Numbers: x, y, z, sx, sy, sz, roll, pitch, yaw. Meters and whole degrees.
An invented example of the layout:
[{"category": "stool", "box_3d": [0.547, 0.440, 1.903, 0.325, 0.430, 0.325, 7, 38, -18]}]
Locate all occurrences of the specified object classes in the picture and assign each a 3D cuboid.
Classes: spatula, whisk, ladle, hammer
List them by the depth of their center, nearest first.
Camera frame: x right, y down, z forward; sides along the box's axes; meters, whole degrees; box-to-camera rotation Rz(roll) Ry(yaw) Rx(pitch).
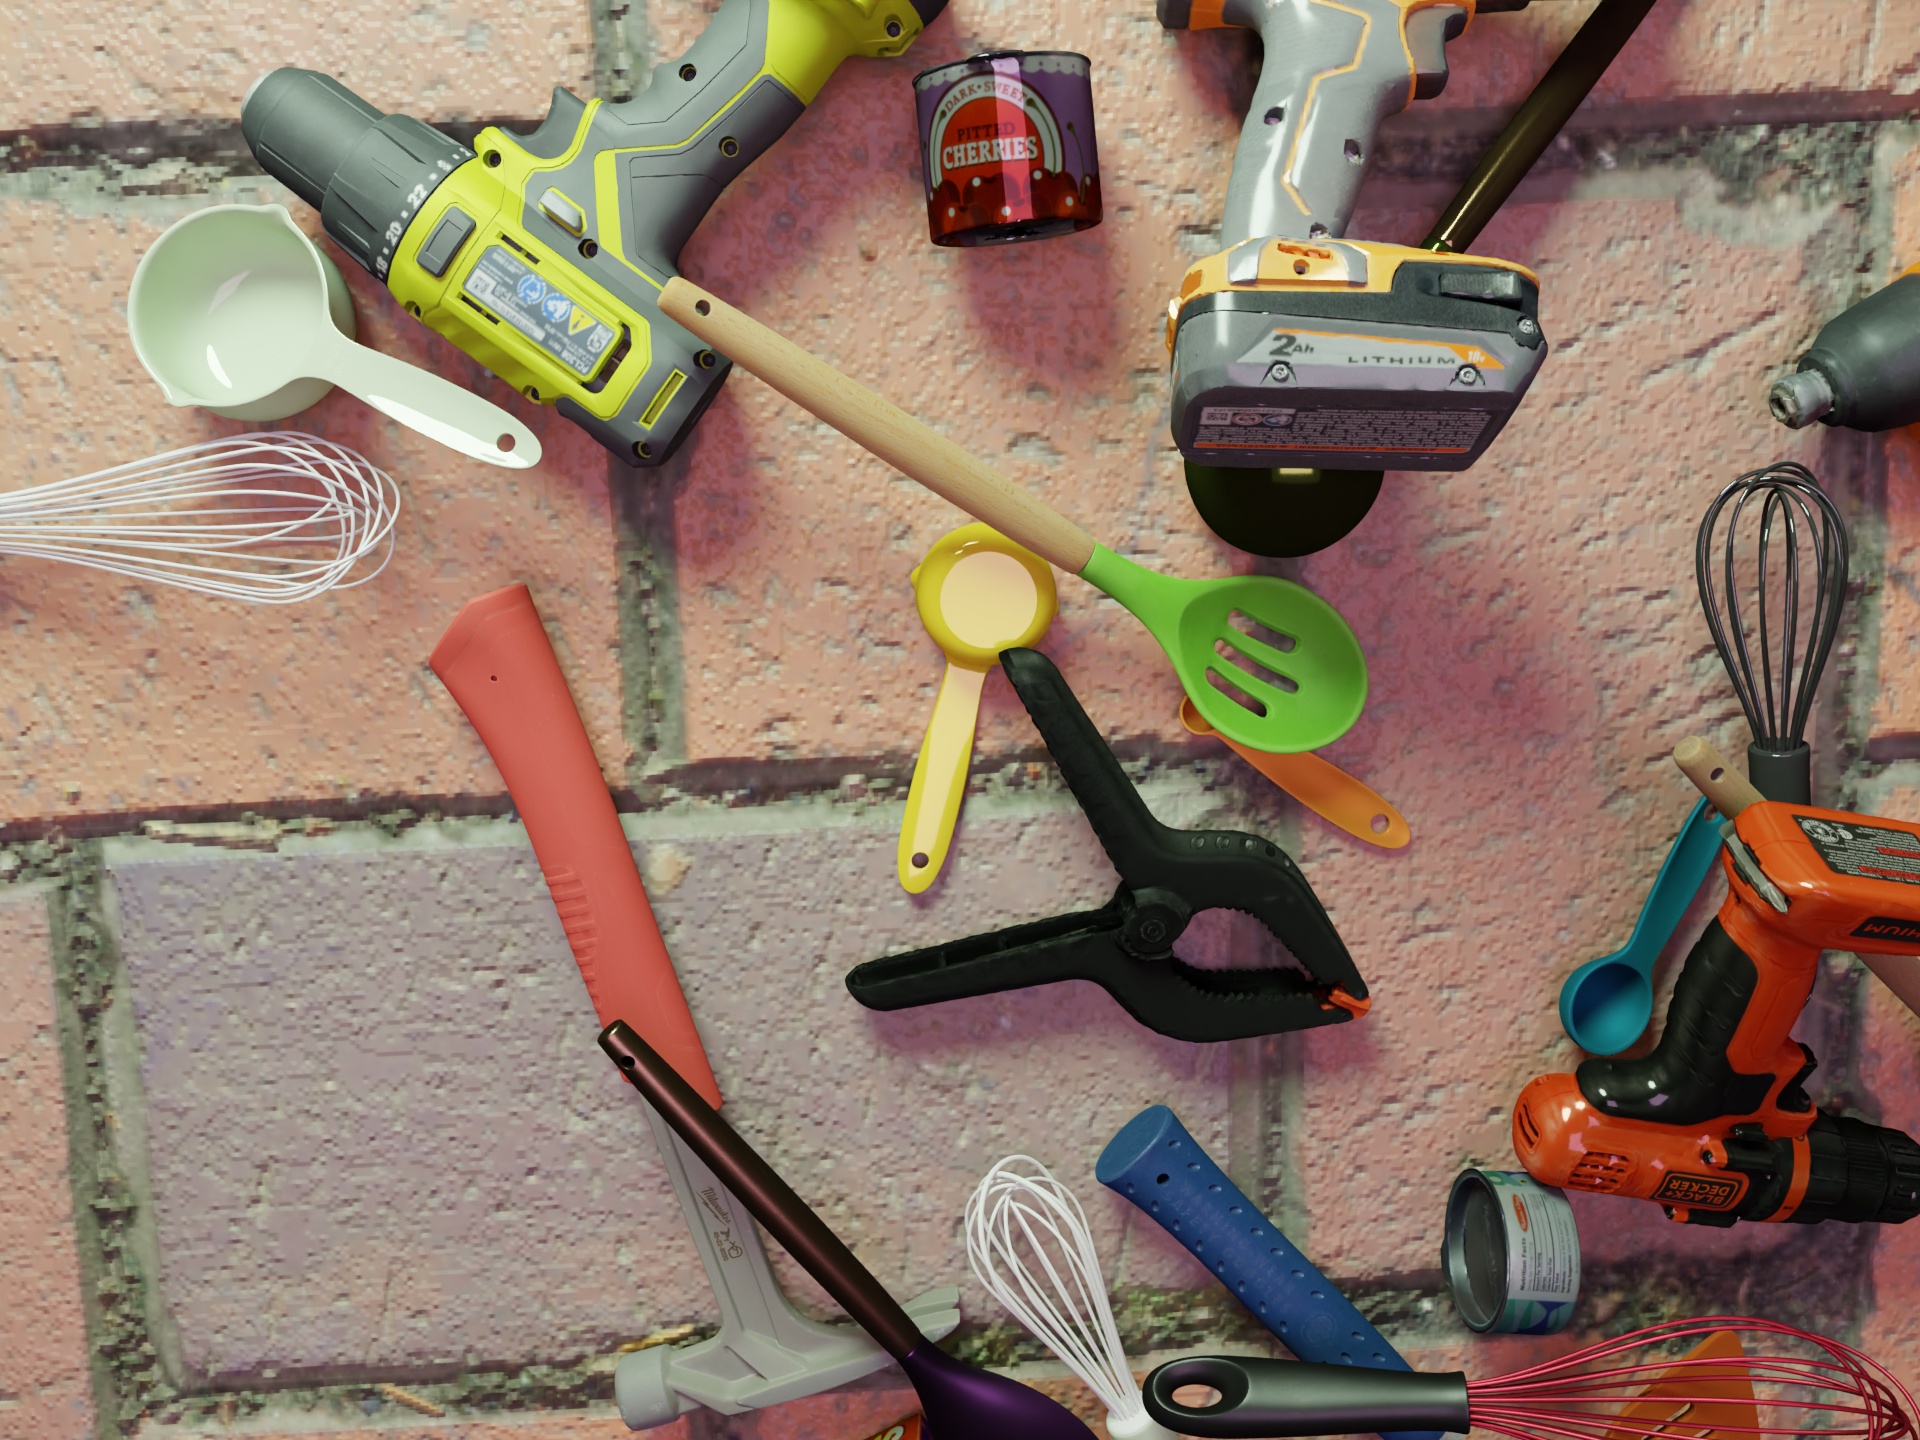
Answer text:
[{"category": "whisk", "box_3d": [-0.354, -0.074, 0.602, 0.284, 0.070, 0.070, -1, 99, 2]}, {"category": "ladle", "box_3d": [0.199, -0.199, 0.617, 0.078, 0.062, 0.320, 37, 89, 1]}, {"category": "whisk", "box_3d": [0.220, 0.271, 0.629, 0.296, 0.073, 0.073, -3, 100, 11]}, {"category": "whisk", "box_3d": [0.331, 0.013, 0.645, 0.055, 0.055, 0.239, -11, 107, -1]}, {"category": "spatula", "box_3d": [-0.036, 0.236, 0.647, 0.060, 0.018, 0.315, -38, 103, 9]}, {"category": "hammer", "box_3d": [-0.121, 0.115, 0.651, 0.149, 0.037, 0.359, -18, 100, 0]}, {"category": "spatula", "box_3d": [0.183, 0.333, 0.672, 0.322, 0.041, 0.081, -13, 99, 4]}, {"category": "whisk", "box_3d": [0.070, 0.292, 0.686, 0.058, 0.059, 0.246, -18, 107, 38]}, {"category": "hammer", "box_3d": [0.216, 0.316, 0.698, 0.144, 0.035, 0.405, -43, 98, 5]}]

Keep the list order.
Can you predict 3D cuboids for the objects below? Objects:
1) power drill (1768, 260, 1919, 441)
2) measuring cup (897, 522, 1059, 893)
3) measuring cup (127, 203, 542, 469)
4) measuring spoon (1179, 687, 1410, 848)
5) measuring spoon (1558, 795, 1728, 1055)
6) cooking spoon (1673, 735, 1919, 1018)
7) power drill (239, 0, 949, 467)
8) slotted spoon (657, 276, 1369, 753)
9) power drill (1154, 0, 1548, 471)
[{"category": "power drill", "box_3d": [0.424, -0.078, 0.623, 0.164, 0.084, 0.226, -22, 95, 2]}, {"category": "measuring cup", "box_3d": [-0.001, -0.002, 0.639, 0.062, 0.029, 0.156, 13, 97, -5]}, {"category": "measuring cup", "box_3d": [-0.224, -0.129, 0.590, 0.167, 0.038, 0.083, 26, 87, 5]}, {"category": "measuring spoon", "box_3d": [0.139, 0.021, 0.661, 0.117, 0.011, 0.021, 31, 92, -11]}, {"category": "measuring spoon", "box_3d": [0.291, 0.081, 0.676, 0.042, 0.021, 0.128, 30, 88, -19]}, {"category": "cooking spoon", "box_3d": [0.391, 0.107, 0.656, 0.318, 0.017, 0.069, 40, 97, -19]}, {"category": "power drill", "box_3d": [-0.128, -0.233, 0.574, 0.190, 0.080, 0.228, 36, 99, -9]}, {"category": "slotted spoon", "box_3d": [0.027, -0.077, 0.600, 0.313, 0.031, 0.070, 29, 79, -19]}, {"category": "power drill", "box_3d": [0.159, -0.206, 0.558, 0.185, 0.084, 0.226, 2, 77, 4]}]
